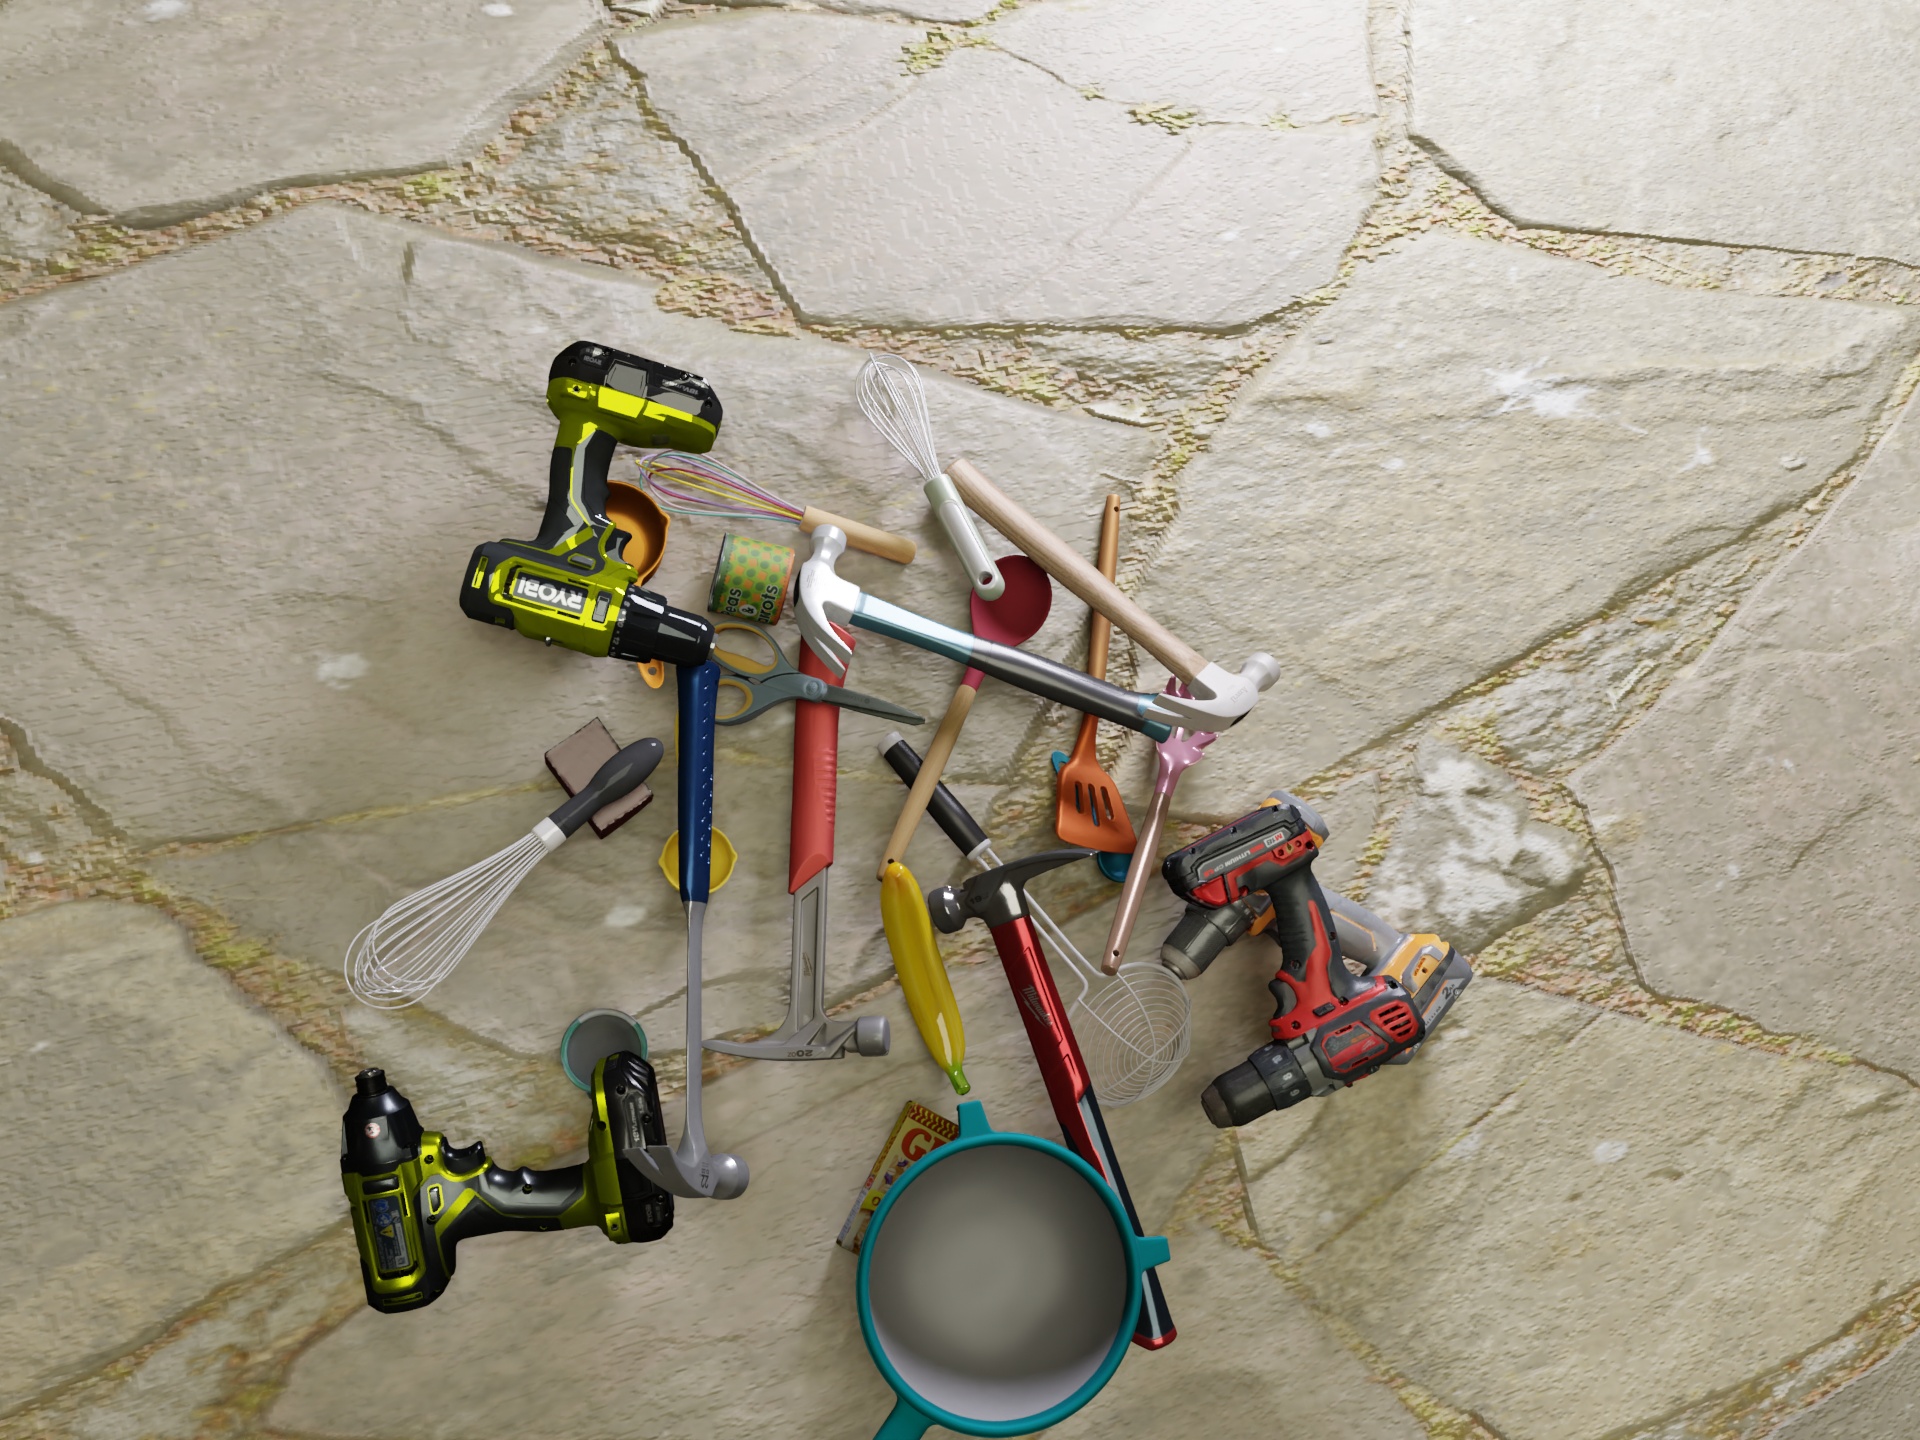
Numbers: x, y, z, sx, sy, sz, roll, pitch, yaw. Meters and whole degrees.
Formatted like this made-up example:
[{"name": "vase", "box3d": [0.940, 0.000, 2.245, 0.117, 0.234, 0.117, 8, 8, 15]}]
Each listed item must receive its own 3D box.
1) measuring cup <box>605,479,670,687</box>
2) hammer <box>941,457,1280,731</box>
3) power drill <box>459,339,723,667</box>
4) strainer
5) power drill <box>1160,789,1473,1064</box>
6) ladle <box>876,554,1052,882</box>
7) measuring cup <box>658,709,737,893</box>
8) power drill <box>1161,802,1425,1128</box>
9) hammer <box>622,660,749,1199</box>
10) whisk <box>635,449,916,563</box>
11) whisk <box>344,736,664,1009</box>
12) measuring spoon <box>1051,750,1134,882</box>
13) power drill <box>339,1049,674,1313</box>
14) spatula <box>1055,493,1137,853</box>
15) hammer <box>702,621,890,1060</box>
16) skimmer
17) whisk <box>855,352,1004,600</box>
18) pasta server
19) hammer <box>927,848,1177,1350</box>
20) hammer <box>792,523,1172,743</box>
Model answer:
[{"name": "measuring cup", "box3d": [-0.270, -0.105, 1.284, 0.095, 0.052, 0.174, -16, 86, -16]}, {"name": "hammer", "box3d": [0.112, -0.110, 1.344, 0.331, 0.031, 0.130, 41, 47, 11]}, {"name": "power drill", "box3d": [-0.261, -0.159, 1.229, 0.190, 0.080, 0.228, 16, 79, -10]}, {"name": "strainer", "box3d": [-0.014, 0.464, 1.176, 0.211, 0.095, 0.340, 36, 77, -1]}, {"name": "power drill", "box3d": [0.295, 0.197, 1.349, 0.226, 0.084, 0.185, 42, 76, 1]}, {"name": "ladle", "box3d": [-0.002, -0.004, 1.318, 0.069, 0.031, 0.315, 26, 65, -2]}, {"name": "measuring cup", "box3d": [-0.216, 0.065, 1.279, 0.062, 0.029, 0.157, -3, 76, -14]}, {"name": "power drill", "box3d": [0.243, 0.199, 1.275, 0.188, 0.080, 0.227, -27, 85, -3]}, {"name": "hammer", "box3d": [-0.201, 0.147, 1.194, 0.035, 0.144, 0.406, -8, 71, 14]}, {"name": "whisk", "box3d": [-0.153, -0.174, 1.330, 0.245, 0.047, 0.051, 17, 75, -13]}, {"name": "whisk", "box3d": [-0.329, 0.106, 1.175, 0.284, 0.070, 0.070, -41, 91, -20]}, {"name": "measuring spoon", "box3d": [0.111, 0.083, 1.360, 0.042, 0.021, 0.129, -25, 77, -29]}, {"name": "power drill", "box3d": [-0.329, 0.321, 1.156, 0.223, 0.080, 0.171, -9, 96, -8]}, {"name": "spatula", "box3d": [0.123, -0.045, 1.371, 0.081, 0.041, 0.323, 13, 75, -25]}, {"name": "hammer", "box3d": [-0.128, 0.090, 1.278, 0.149, 0.036, 0.359, -1, 75, 6]}, {"name": "skimmer", "box3d": [0.052, 0.160, 1.323, 0.127, 0.090, 0.363, -39, 80, -12]}, {"name": "whisk", "box3d": [-0.024, -0.208, 1.342, 0.058, 0.059, 0.246, -28, 76, 6]}, {"name": "pasta server", "box3d": [0.161, 0.078, 1.298, 0.060, 0.040, 0.316, 23, 47, 1]}, {"name": "hammer", "box3d": [0.103, 0.294, 1.241, 0.143, 0.038, 0.386, -22, 84, 17]}, {"name": "hammer", "box3d": [0.021, -0.054, 1.301, 0.331, 0.033, 0.128, 20, 51, -9]}]
